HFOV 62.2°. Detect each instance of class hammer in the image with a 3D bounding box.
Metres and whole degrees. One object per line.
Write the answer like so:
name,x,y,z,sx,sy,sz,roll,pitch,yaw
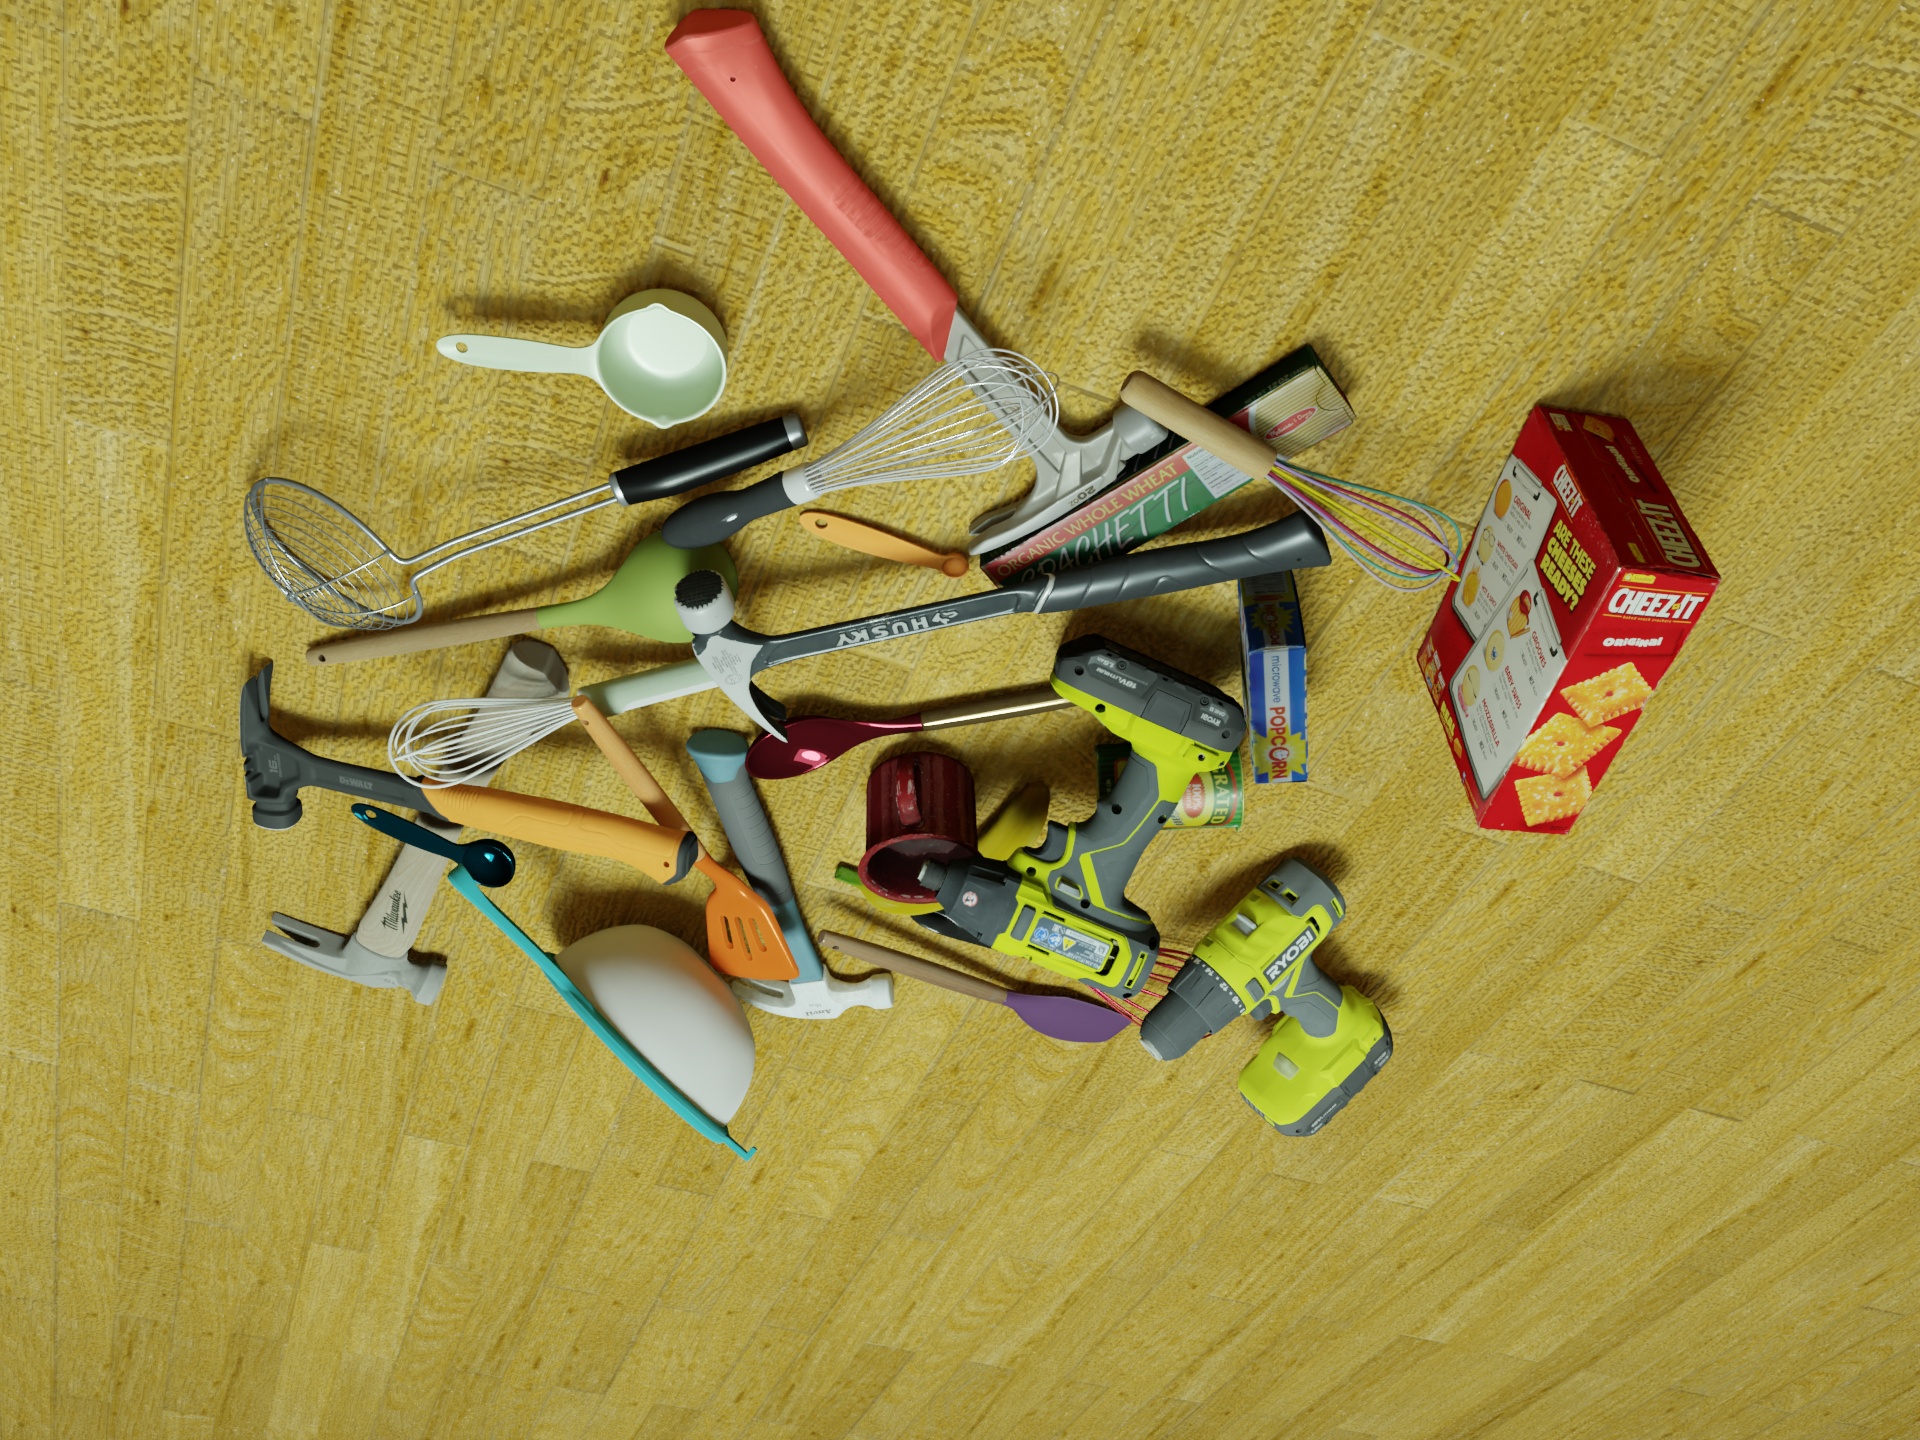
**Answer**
hammer,0.034,-0.073,1.021,0.409,0.036,0.149,-11,142,4
hammer,-0.407,0.079,1.214,0.146,0.038,0.410,24,128,-19
hammer,-0.038,-0.244,0.905,0.149,0.037,0.358,-29,127,25
hammer,-0.348,0.052,1.122,0.337,0.034,0.127,12,121,7
hammer,-0.149,0.131,1.263,0.128,0.033,0.330,-8,133,7

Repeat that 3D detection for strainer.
strainer,-0.262,0.193,1.245,0.095,0.211,0.340,-44,130,-12

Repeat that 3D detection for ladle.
ladle,-0.300,-0.071,1.074,0.320,0.062,0.078,-8,117,17
ladle,-0.002,-0.004,1.139,0.315,0.031,0.069,-10,150,7

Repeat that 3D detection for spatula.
spatula,0.014,0.227,1.344,0.315,0.018,0.059,24,129,-30
spatula,-0.205,0.092,1.159,0.081,0.041,0.322,1,143,23

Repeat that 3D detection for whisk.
whisk,0.203,-0.143,0.951,0.245,0.047,0.051,27,128,-15
whisk,-0.067,-0.151,0.941,0.284,0.070,0.070,-15,132,29
whisk,-0.265,-0.008,1.085,0.246,0.059,0.058,-15,175,-12
whisk,0.095,0.199,1.313,0.295,0.073,0.073,20,131,-10

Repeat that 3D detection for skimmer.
skimmer,-0.274,-0.145,1.006,0.363,0.090,0.127,-18,137,3

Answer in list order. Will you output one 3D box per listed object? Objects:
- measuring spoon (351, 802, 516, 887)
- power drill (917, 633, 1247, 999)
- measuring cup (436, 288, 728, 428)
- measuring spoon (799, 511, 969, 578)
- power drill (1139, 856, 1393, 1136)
measuring spoon,-0.391,0.086,1.188,0.128,0.021,0.042,24,123,-6
power drill,0.084,0.062,1.089,0.171,0.080,0.223,23,100,-4
measuring cup,-0.218,-0.219,0.930,0.167,0.038,0.083,5,133,-2
measuring spoon,-0.049,-0.118,1.045,0.117,0.011,0.021,17,133,-10
power drill,0.250,0.239,1.286,0.190,0.080,0.228,-43,131,-8
